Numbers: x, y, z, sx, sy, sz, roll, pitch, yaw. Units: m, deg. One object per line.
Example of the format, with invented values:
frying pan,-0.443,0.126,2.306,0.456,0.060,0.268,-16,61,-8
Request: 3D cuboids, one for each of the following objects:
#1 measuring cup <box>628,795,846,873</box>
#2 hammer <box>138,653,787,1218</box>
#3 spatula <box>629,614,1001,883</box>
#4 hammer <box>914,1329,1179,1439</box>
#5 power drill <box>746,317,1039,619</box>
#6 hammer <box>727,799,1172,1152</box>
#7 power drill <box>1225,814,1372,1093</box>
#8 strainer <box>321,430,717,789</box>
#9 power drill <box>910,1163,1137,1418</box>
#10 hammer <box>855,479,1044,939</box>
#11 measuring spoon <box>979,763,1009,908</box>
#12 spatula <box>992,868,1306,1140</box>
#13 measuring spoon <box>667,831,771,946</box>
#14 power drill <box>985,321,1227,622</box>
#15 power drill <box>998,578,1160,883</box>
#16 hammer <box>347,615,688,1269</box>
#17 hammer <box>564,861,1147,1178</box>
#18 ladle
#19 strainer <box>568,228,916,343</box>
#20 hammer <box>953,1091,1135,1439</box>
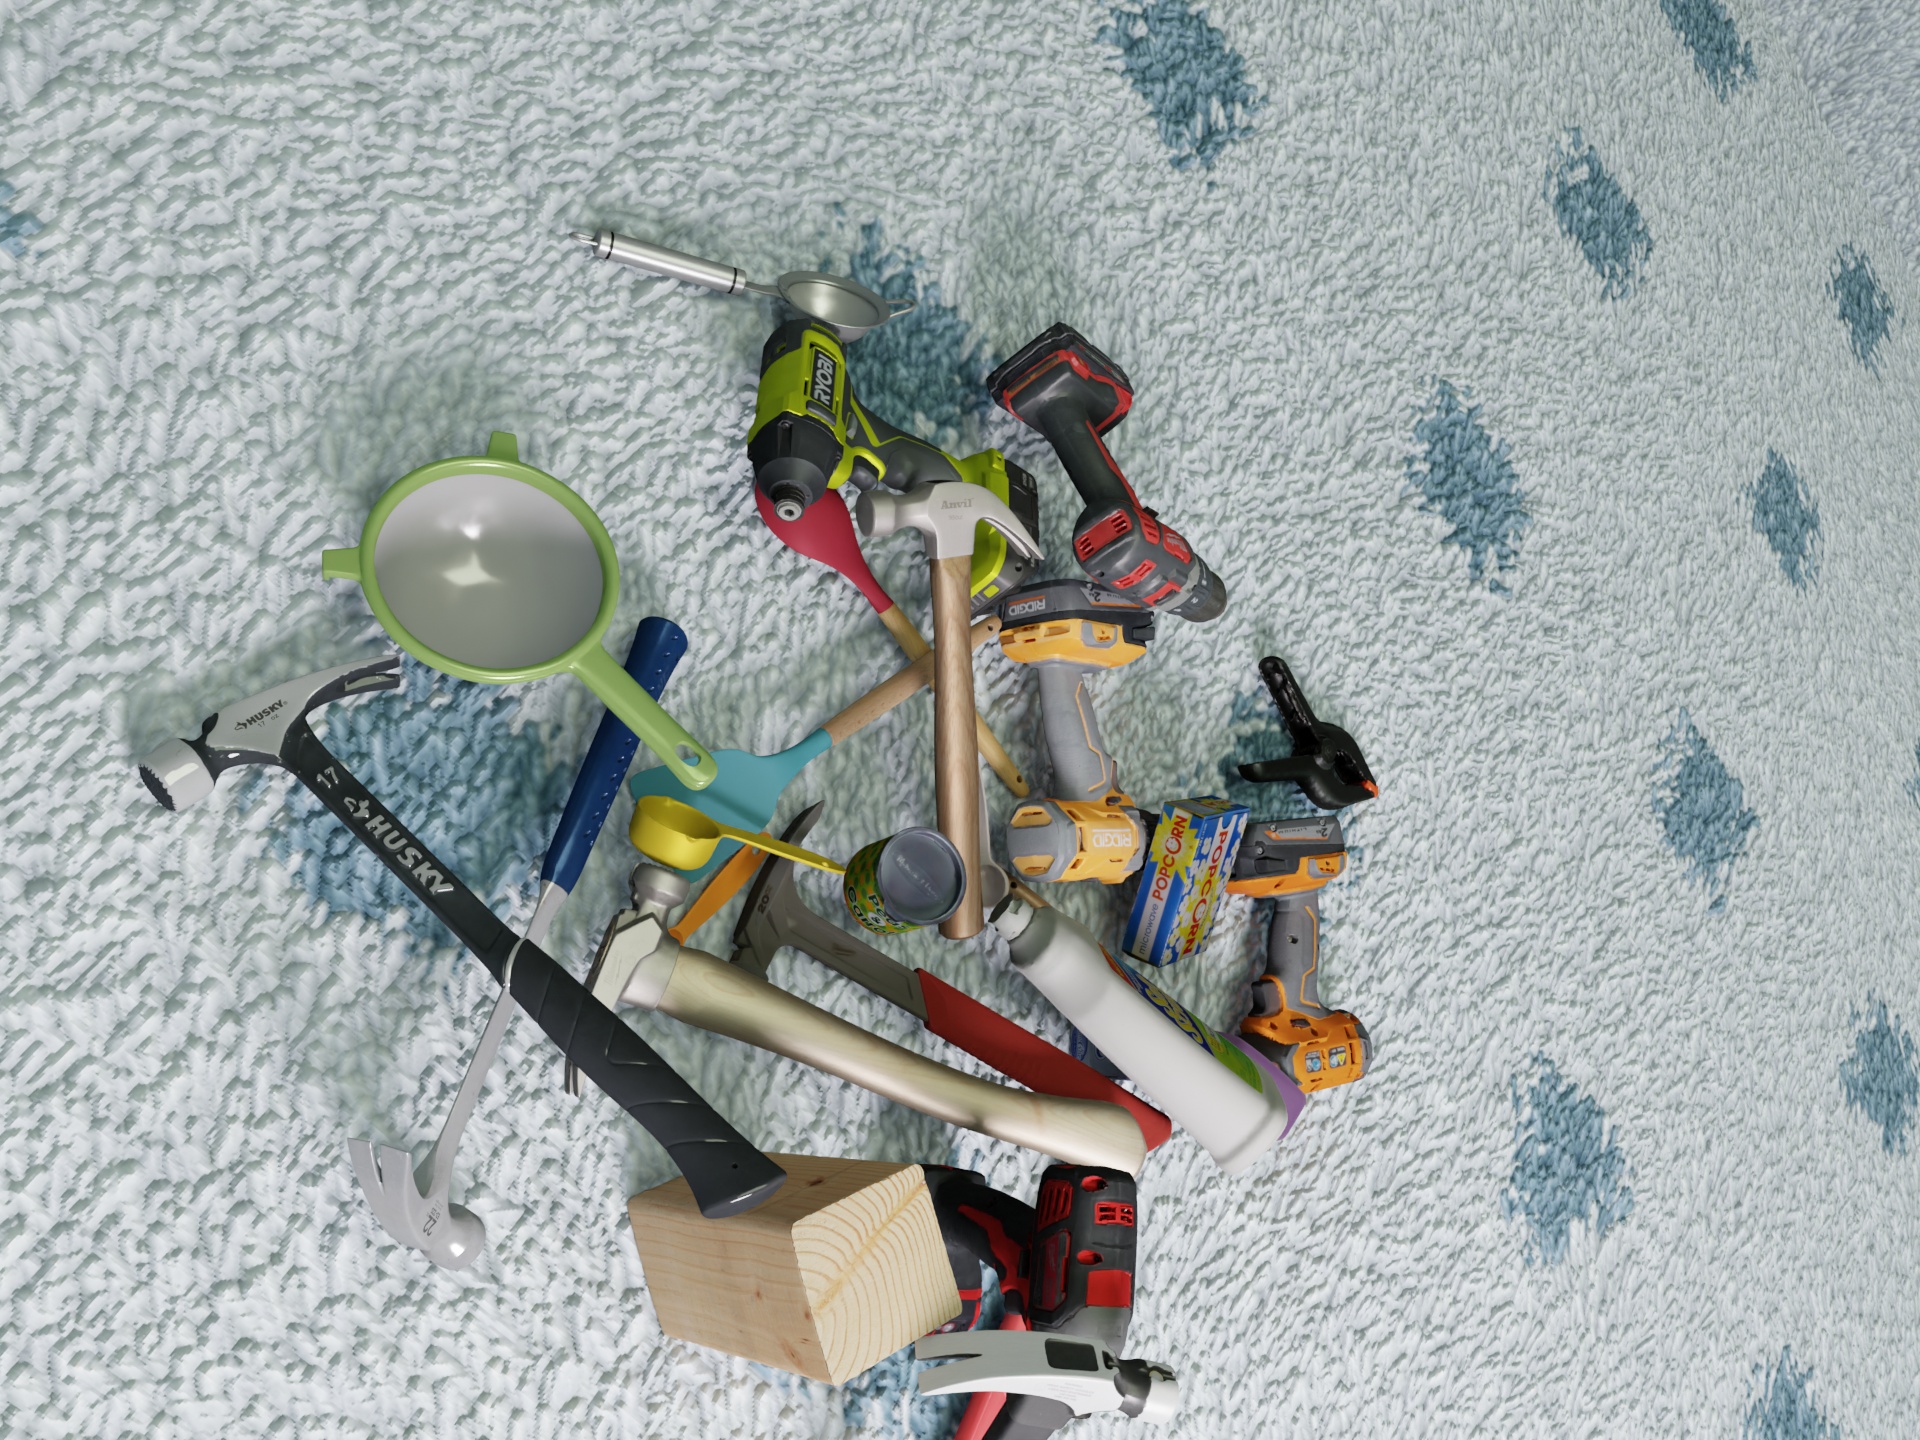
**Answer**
measuring cup,-0.144,0.087,1.034,0.156,0.062,0.029,21,102,-33
hammer,-0.250,0.116,0.860,0.409,0.036,0.149,40,52,13
spatula,-0.084,-0.001,1.119,0.317,0.044,0.082,-35,103,-36
hammer,-0.012,0.476,0.933,0.146,0.334,0.035,18,27,-17
power drill,-0.050,-0.168,1.138,0.223,0.080,0.171,29,44,-31
hammer,0.006,0.205,1.123,0.358,0.036,0.149,33,62,-18
power drill,0.255,0.197,1.309,0.164,0.084,0.226,-3,85,-35
strainer,-0.251,-0.044,0.971,0.256,0.069,0.151,45,56,-3
power drill,0.026,0.354,1.012,0.078,0.220,0.143,16,71,-33
hammer,-0.002,-0.004,1.117,0.130,0.031,0.331,-11,109,-27
measuring spoon,0.017,0.080,1.192,0.018,0.034,0.124,11,67,-58
spatula,0.144,0.218,1.225,0.315,0.018,0.060,41,73,-10
measuring spoon,-0.164,0.114,1.060,0.117,0.011,0.021,-49,127,-36
power drill,0.124,-0.180,1.237,0.187,0.080,0.227,20,42,-54
power drill,0.110,0.014,1.238,0.185,0.084,0.226,5,80,-47
hammer,-0.247,0.108,0.948,0.035,0.144,0.406,11,60,11
hammer,-0.053,0.236,1.042,0.410,0.038,0.146,26,72,-21
ladle,-0.042,-0.062,1.180,0.315,0.031,0.069,53,51,-17
strainer,-0.155,-0.312,1.142,0.258,0.050,0.087,9,36,-28
hammer,0.053,0.444,1.128,0.143,0.038,0.386,42,58,-23
